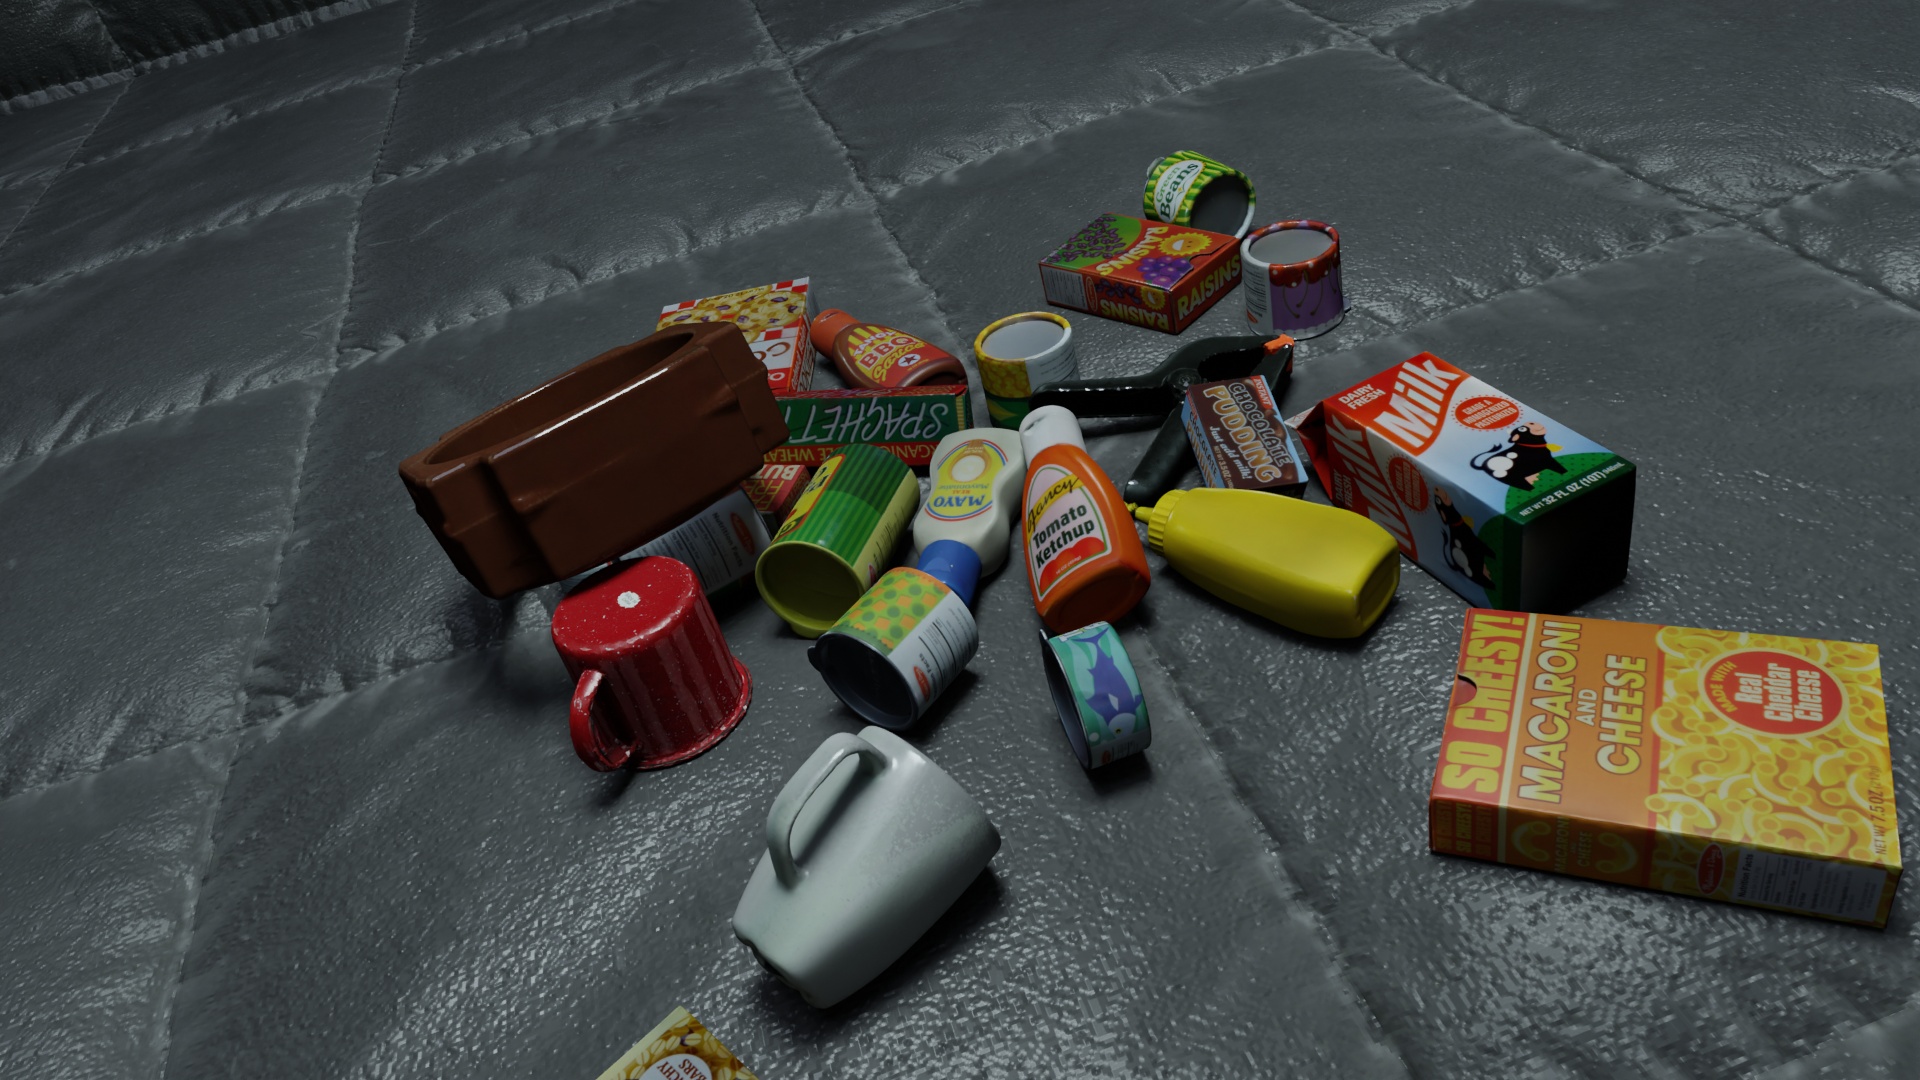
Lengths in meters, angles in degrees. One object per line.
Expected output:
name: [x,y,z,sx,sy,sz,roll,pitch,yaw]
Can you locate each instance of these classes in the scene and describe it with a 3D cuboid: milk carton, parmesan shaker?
milk carton: [0.257,-0.039,0.742,0.072,0.073,0.191,-24,37,-12]
parmesan shaker: [-0.070,-0.001,0.816,0.071,0.071,0.103,0,36,20]

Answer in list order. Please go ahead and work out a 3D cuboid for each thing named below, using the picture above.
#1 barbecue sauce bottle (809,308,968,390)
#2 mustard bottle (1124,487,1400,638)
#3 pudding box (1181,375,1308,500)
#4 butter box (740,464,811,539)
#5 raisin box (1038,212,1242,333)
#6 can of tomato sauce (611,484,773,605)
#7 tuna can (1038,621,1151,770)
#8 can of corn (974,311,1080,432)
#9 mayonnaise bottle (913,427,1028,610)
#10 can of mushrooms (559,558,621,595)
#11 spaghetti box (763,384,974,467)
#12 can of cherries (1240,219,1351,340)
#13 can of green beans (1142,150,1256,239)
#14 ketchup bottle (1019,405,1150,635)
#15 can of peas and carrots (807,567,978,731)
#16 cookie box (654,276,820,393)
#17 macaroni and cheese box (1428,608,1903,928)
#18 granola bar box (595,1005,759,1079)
barbecue sauce bottle: [-0.059,-0.127,0.995,0.065,0.043,0.149,-31,39,-19]
mustard bottle: [0.152,0.003,0.746,0.160,0.048,0.065,21,52,40]
pudding box: [0.164,-0.054,0.807,0.050,0.030,0.084,-8,55,-6]
butter box: [-0.153,-0.026,0.911,0.103,0.024,0.053,1,40,21]
raisin box: [0.133,-0.200,1.027,0.123,0.040,0.086,23,50,39]
can of tomato sauce: [-0.161,0.008,0.836,0.083,0.071,0.071,-30,39,-19]
tuna can: [0.064,0.072,0.669,0.033,0.070,0.071,-18,36,-6]
can of corn: [0.044,-0.112,0.926,0.071,0.058,0.071,-9,37,7]
mayonnaise bottle: [0.003,-0.010,0.821,0.065,0.041,0.149,-1,38,16]
can of mushrooms: [-0.224,0.009,0.883,0.071,0.033,0.071,-10,37,8]
spaghetti box: [-0.111,-0.074,0.931,0.250,0.050,0.029,0,19,17]
can of cherries: [0.229,-0.179,0.949,0.071,0.058,0.072,-10,37,8]
can of green beans: [0.183,-0.259,1.063,0.071,0.071,0.058,-27,38,-15]
ketchup bottle: [0.063,-0.017,0.786,0.064,0.043,0.149,-36,38,22]
can of peas and carrots: [-0.035,0.056,0.727,0.071,0.070,0.059,15,45,34]
cookie box: [-0.175,-0.134,1.046,0.123,0.040,0.168,-10,37,8]
macaroni and cheese box: [0.294,0.088,0.591,0.166,0.040,0.124,5,40,25]
granola bar box: [-0.097,0.264,0.499,0.125,0.039,0.166,-38,42,-29]
